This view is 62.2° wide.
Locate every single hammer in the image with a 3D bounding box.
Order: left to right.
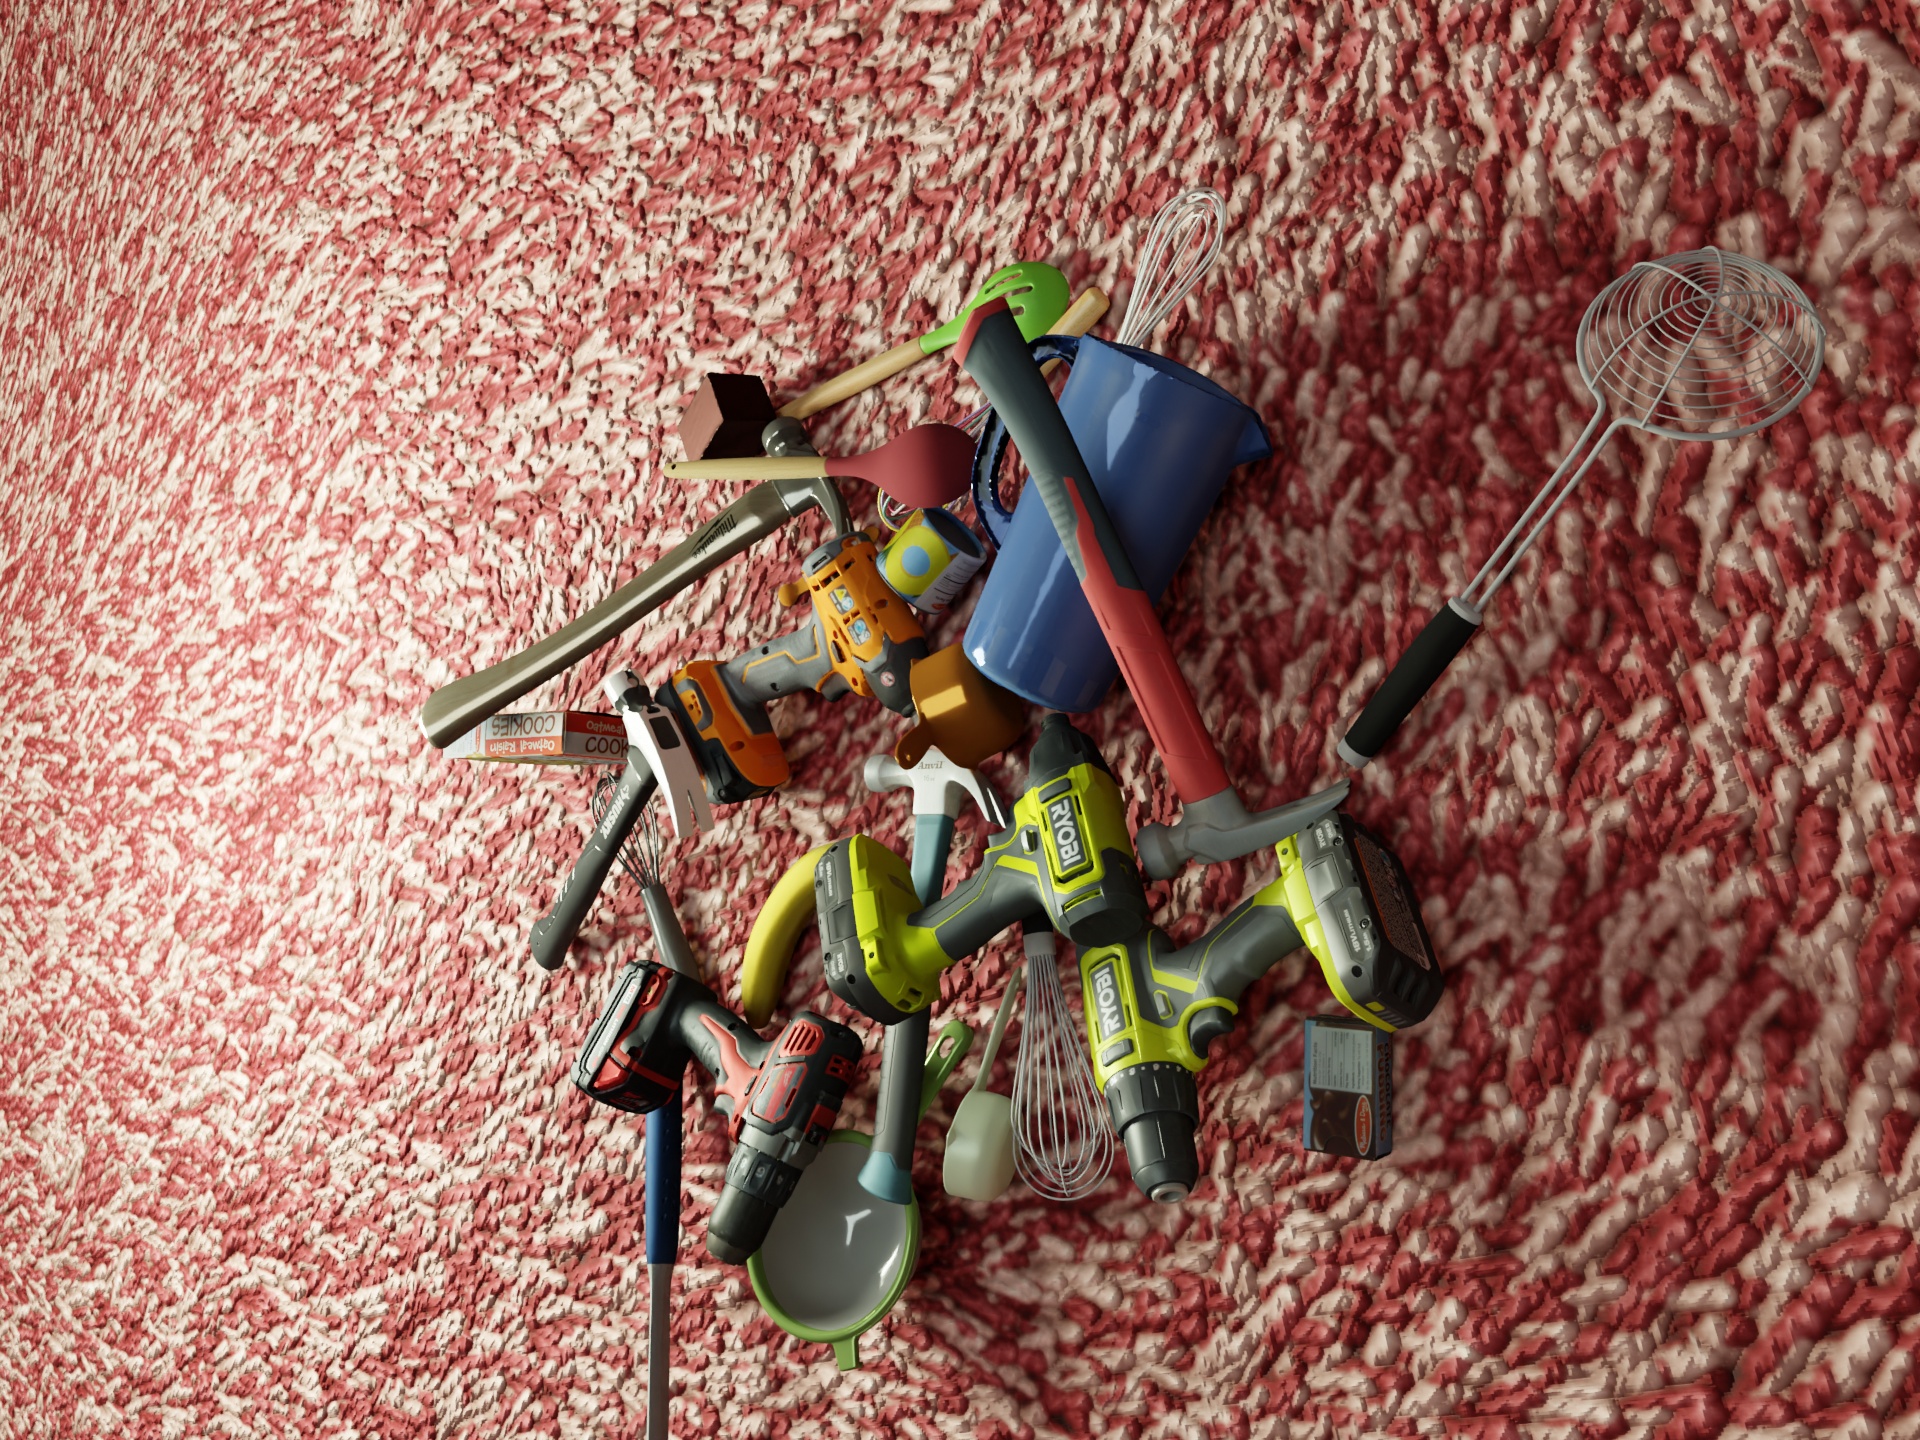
[{"bbox_3d":[-0.304,0.116,1.355,0.146,0.035,0.334,56,134,22],"label":"hammer"},{"bbox_3d":[-0.277,-0.089,1.332,0.410,0.038,0.146,-33,61,7],"label":"hammer"},{"bbox_3d":[-0.240,0.453,1.292,0.035,0.144,0.406,-16,66,33],"label":"hammer"},{"bbox_3d":[-0.034,0.183,1.173,0.128,0.033,0.331,-3,72,35],"label":"hammer"},{"bbox_3d":[0.110,-0.092,1.010,0.143,0.038,0.386,-23,98,19],"label":"hammer"}]

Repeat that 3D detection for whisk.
[{"bbox_3d":[-0.269,0.150,1.384,0.055,0.055,0.239,-35,69,29],"label":"whisk"},{"bbox_3d":[0.020,-0.236,1.211,0.245,0.051,0.047,-45,55,21],"label":"whisk"},{"bbox_3d":[0.061,0.191,1.122,0.070,0.070,0.285,-18,69,34],"label":"whisk"},{"bbox_3d":[0.118,-0.266,1.138,0.058,0.059,0.246,49,119,39],"label":"whisk"}]

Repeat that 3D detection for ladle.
[{"bbox_3d":[-0.121,-0.201,1.255,0.315,0.031,0.069,5,74,36],"label":"ladle"}]

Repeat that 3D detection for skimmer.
[{"bbox_3d":[0.352,-0.113,0.951,0.127,0.090,0.363,48,123,28],"label":"skimmer"}]

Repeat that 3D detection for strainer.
[{"bbox_3d":[-0.054,0.342,1.193,0.152,0.069,0.256,30,85,37],"label":"strainer"}]

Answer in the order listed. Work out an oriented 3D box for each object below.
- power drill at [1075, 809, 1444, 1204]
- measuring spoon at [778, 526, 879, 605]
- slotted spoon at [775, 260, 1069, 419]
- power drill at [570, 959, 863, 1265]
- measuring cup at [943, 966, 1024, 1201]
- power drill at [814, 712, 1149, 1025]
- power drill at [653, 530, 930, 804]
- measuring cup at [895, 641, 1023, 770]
[{"bbox_3d":[0.176,0.176,0.989,0.228,0.080,0.191,-36,40,28],"label":"power drill"},{"bbox_3d":[-0.111,-0.128,1.316,0.117,0.011,0.021,-31,67,30],"label":"measuring spoon"},{"bbox_3d":[-0.048,-0.290,1.280,0.314,0.031,0.070,-17,69,36],"label":"slotted spoon"},{"bbox_3d":[-0.195,0.294,1.222,0.227,0.080,0.188,13,71,37],"label":"power drill"},{"bbox_3d":[0.032,0.260,1.135,0.038,0.083,0.168,12,75,21],"label":"measuring cup"},{"bbox_3d":[0.012,0.103,1.097,0.223,0.080,0.171,-29,50,21],"label":"power drill"},{"bbox_3d":[-0.122,-0.022,1.265,0.226,0.084,0.164,-35,79,25],"label":"power drill"},{"bbox_3d":[-0.002,-0.004,1.123,0.052,0.174,0.095,-27,97,19],"label":"measuring cup"}]
